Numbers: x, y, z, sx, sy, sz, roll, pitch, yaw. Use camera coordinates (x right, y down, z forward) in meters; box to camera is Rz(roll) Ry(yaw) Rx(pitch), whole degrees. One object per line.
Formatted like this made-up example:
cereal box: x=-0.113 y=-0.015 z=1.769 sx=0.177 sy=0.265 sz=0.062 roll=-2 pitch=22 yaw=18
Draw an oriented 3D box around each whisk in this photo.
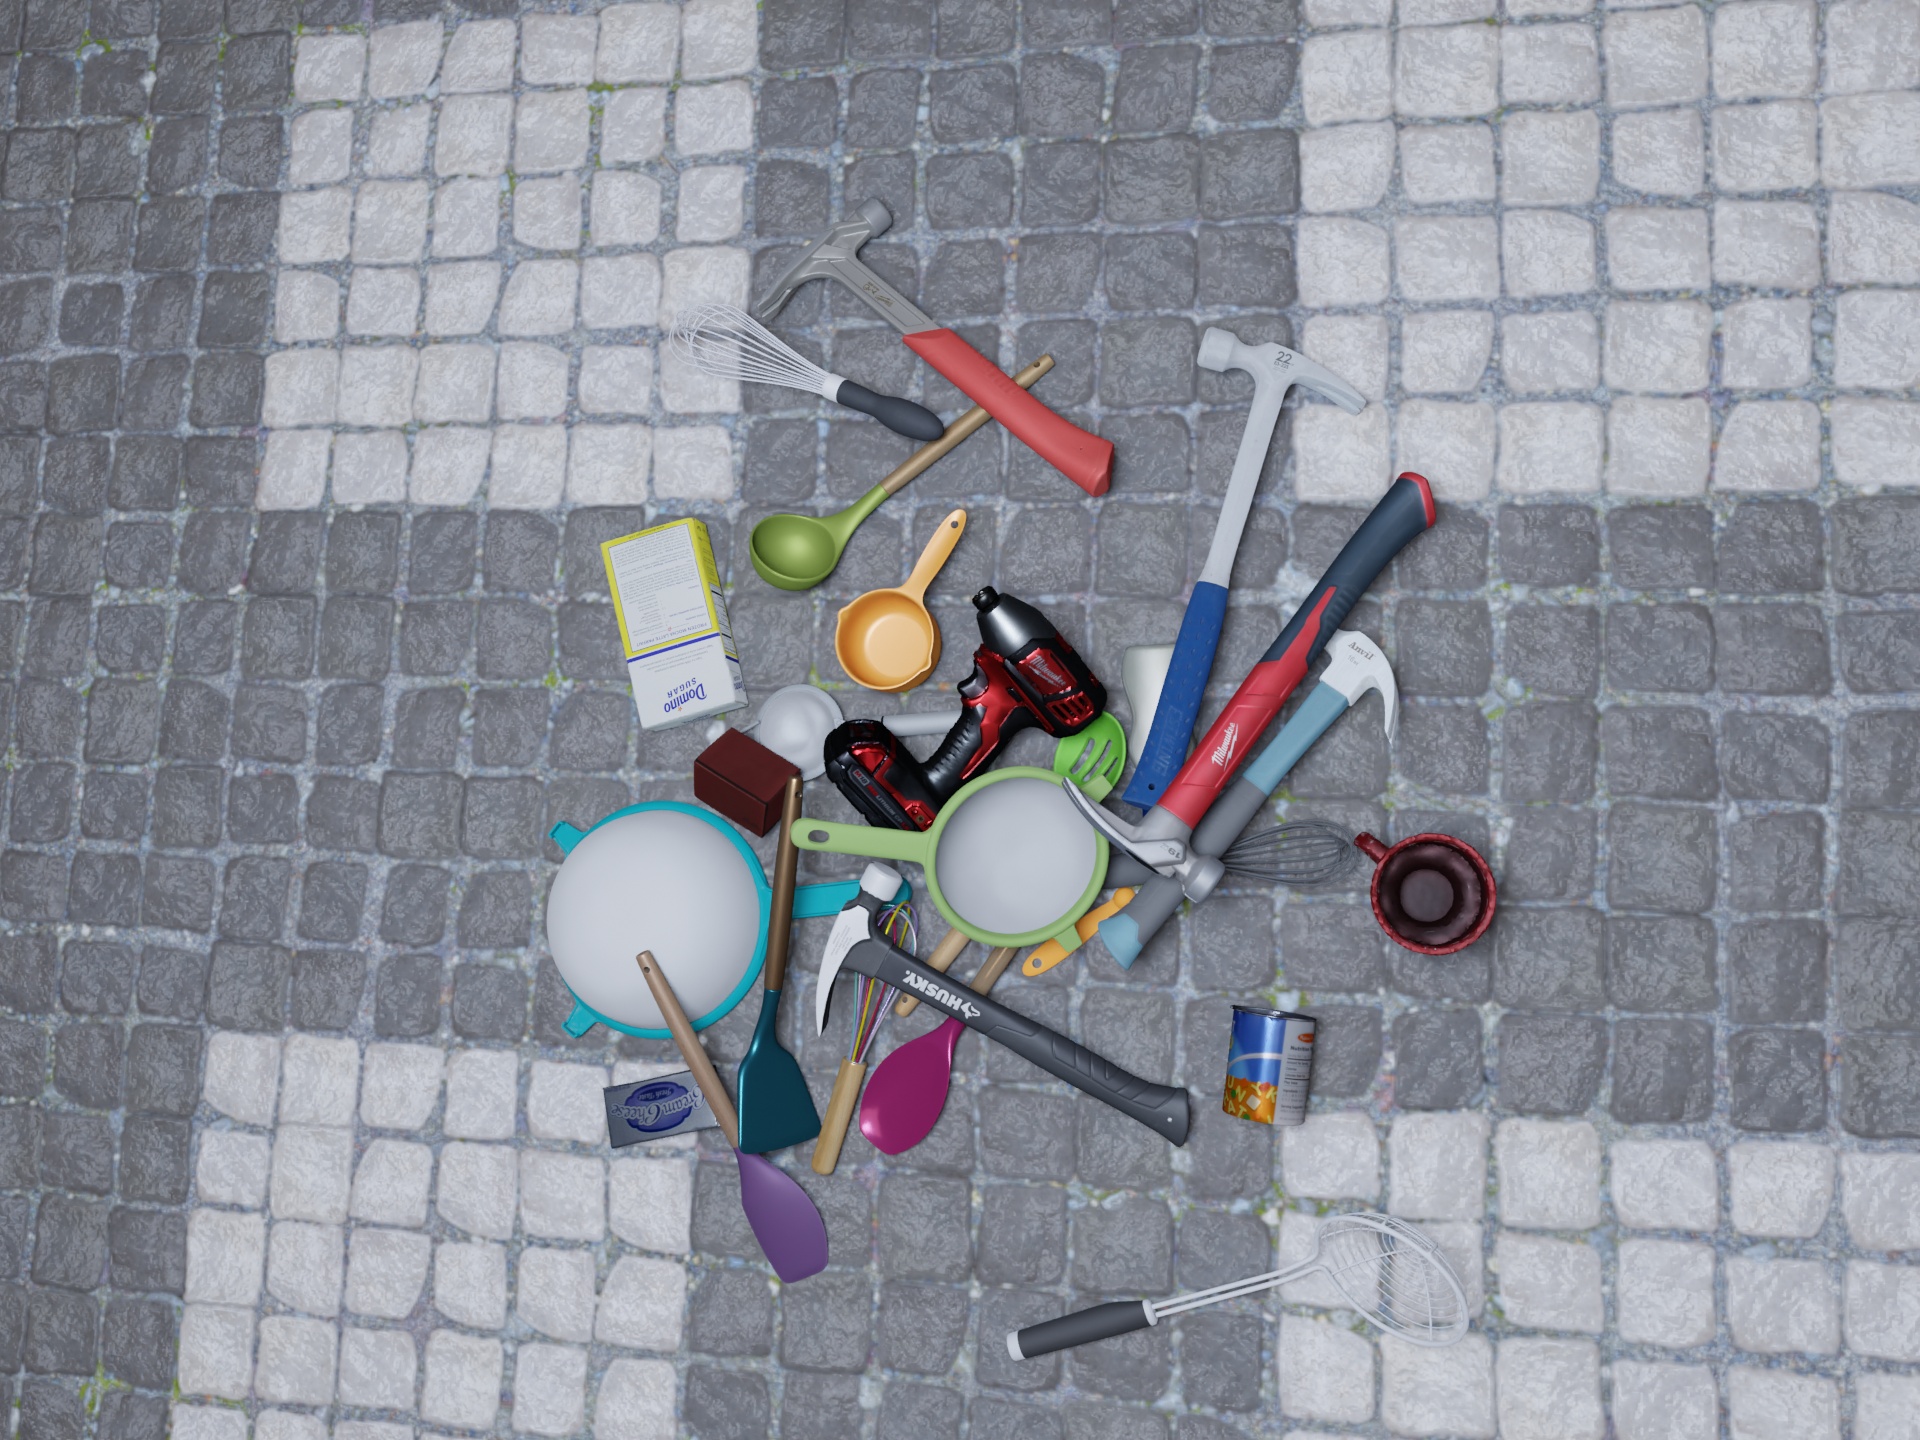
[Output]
whisk: x=-0.137 y=-0.307 z=1.413 sx=0.285 sy=0.070 sz=0.070 roll=25 pitch=89 yaw=17
whisk: x=0.205 y=0.118 z=1.310 sx=0.239 sy=0.055 sz=0.055 roll=-8 pitch=82 yaw=16
whisk: x=-0.086 y=0.268 z=1.349 sx=0.051 sy=0.047 sz=0.245 roll=17 pitch=93 yaw=-12

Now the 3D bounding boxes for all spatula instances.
spatula: x=-0.195 y=0.333 z=1.340 sx=0.060 sy=0.018 sz=0.316 roll=-25 pitch=97 yaw=8
spatula: x=-0.146 y=0.202 z=1.326 sx=0.044 sy=0.082 sz=0.317 roll=20 pitch=108 yaw=49

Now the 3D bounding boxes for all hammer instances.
hammer: x=-0.011 y=-0.308 z=1.384 sx=0.149 sy=0.036 sz=0.359 roll=-45 pitch=72 yaw=-6
hammer: x=0.226 y=0.063 z=1.279 sx=0.331 sy=0.033 sz=0.128 roll=-49 pitch=57 yaw=-3
hammer: x=0.216 y=-0.119 z=1.307 sx=0.144 sy=0.035 sz=0.405 roll=17 pitch=81 yaw=3
hammer: x=0.038 y=0.257 z=1.300 sx=0.335 sy=0.035 sz=0.146 roll=28 pitch=98 yaw=2
hammer: x=0.242 y=-0.051 z=1.259 sx=0.143 sy=0.038 sz=0.386 roll=36 pitch=80 yaw=5

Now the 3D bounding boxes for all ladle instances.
ladle: x=-0.050 y=-0.224 z=1.398 sx=0.320 sy=0.062 sz=0.078 roll=-38 pitch=69 yaw=3

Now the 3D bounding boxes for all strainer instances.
strainer: x=-0.216 y=0.164 z=1.367 sx=0.340 sy=0.095 sz=0.211 roll=-8 pitch=82 yaw=13
strainer: x=-0.011 y=0.097 z=1.283 sx=0.256 sy=0.069 sz=0.151 roll=7 pitch=102 yaw=-11
strainer: x=-0.079 y=0.005 z=1.386 sx=0.258 sy=0.050 sz=0.087 roll=-4 pitch=82 yaw=8

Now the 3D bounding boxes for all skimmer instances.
skimmer: x=0.207 y=0.468 z=1.242 sx=0.363 sy=0.090 sz=0.127 roll=-19 pitch=111 yaw=12

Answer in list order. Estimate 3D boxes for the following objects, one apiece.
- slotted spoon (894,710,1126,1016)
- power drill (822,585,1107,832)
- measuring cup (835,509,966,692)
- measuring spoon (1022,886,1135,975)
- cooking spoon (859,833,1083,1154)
slotted spoon: x=0.041 y=0.126 z=1.351 sx=0.070 sy=0.031 sz=0.314 roll=40 pitch=96 yaw=37
power drill: x=-0.002 y=-0.004 z=1.321 sx=0.219 sy=0.079 sz=0.143 roll=-38 pitch=108 yaw=9
measuring cup: x=-0.038 y=-0.103 z=1.383 sx=0.095 sy=0.052 sz=0.173 roll=31 pitch=89 yaw=14
measuring spoon: x=0.099 y=0.179 z=1.339 sx=0.117 sy=0.011 sz=0.021 roll=-37 pitch=77 yaw=6
cooking spoon: x=0.014 y=0.229 z=1.341 sx=0.069 sy=0.017 sz=0.319 roll=36 pitch=96 yaw=21
